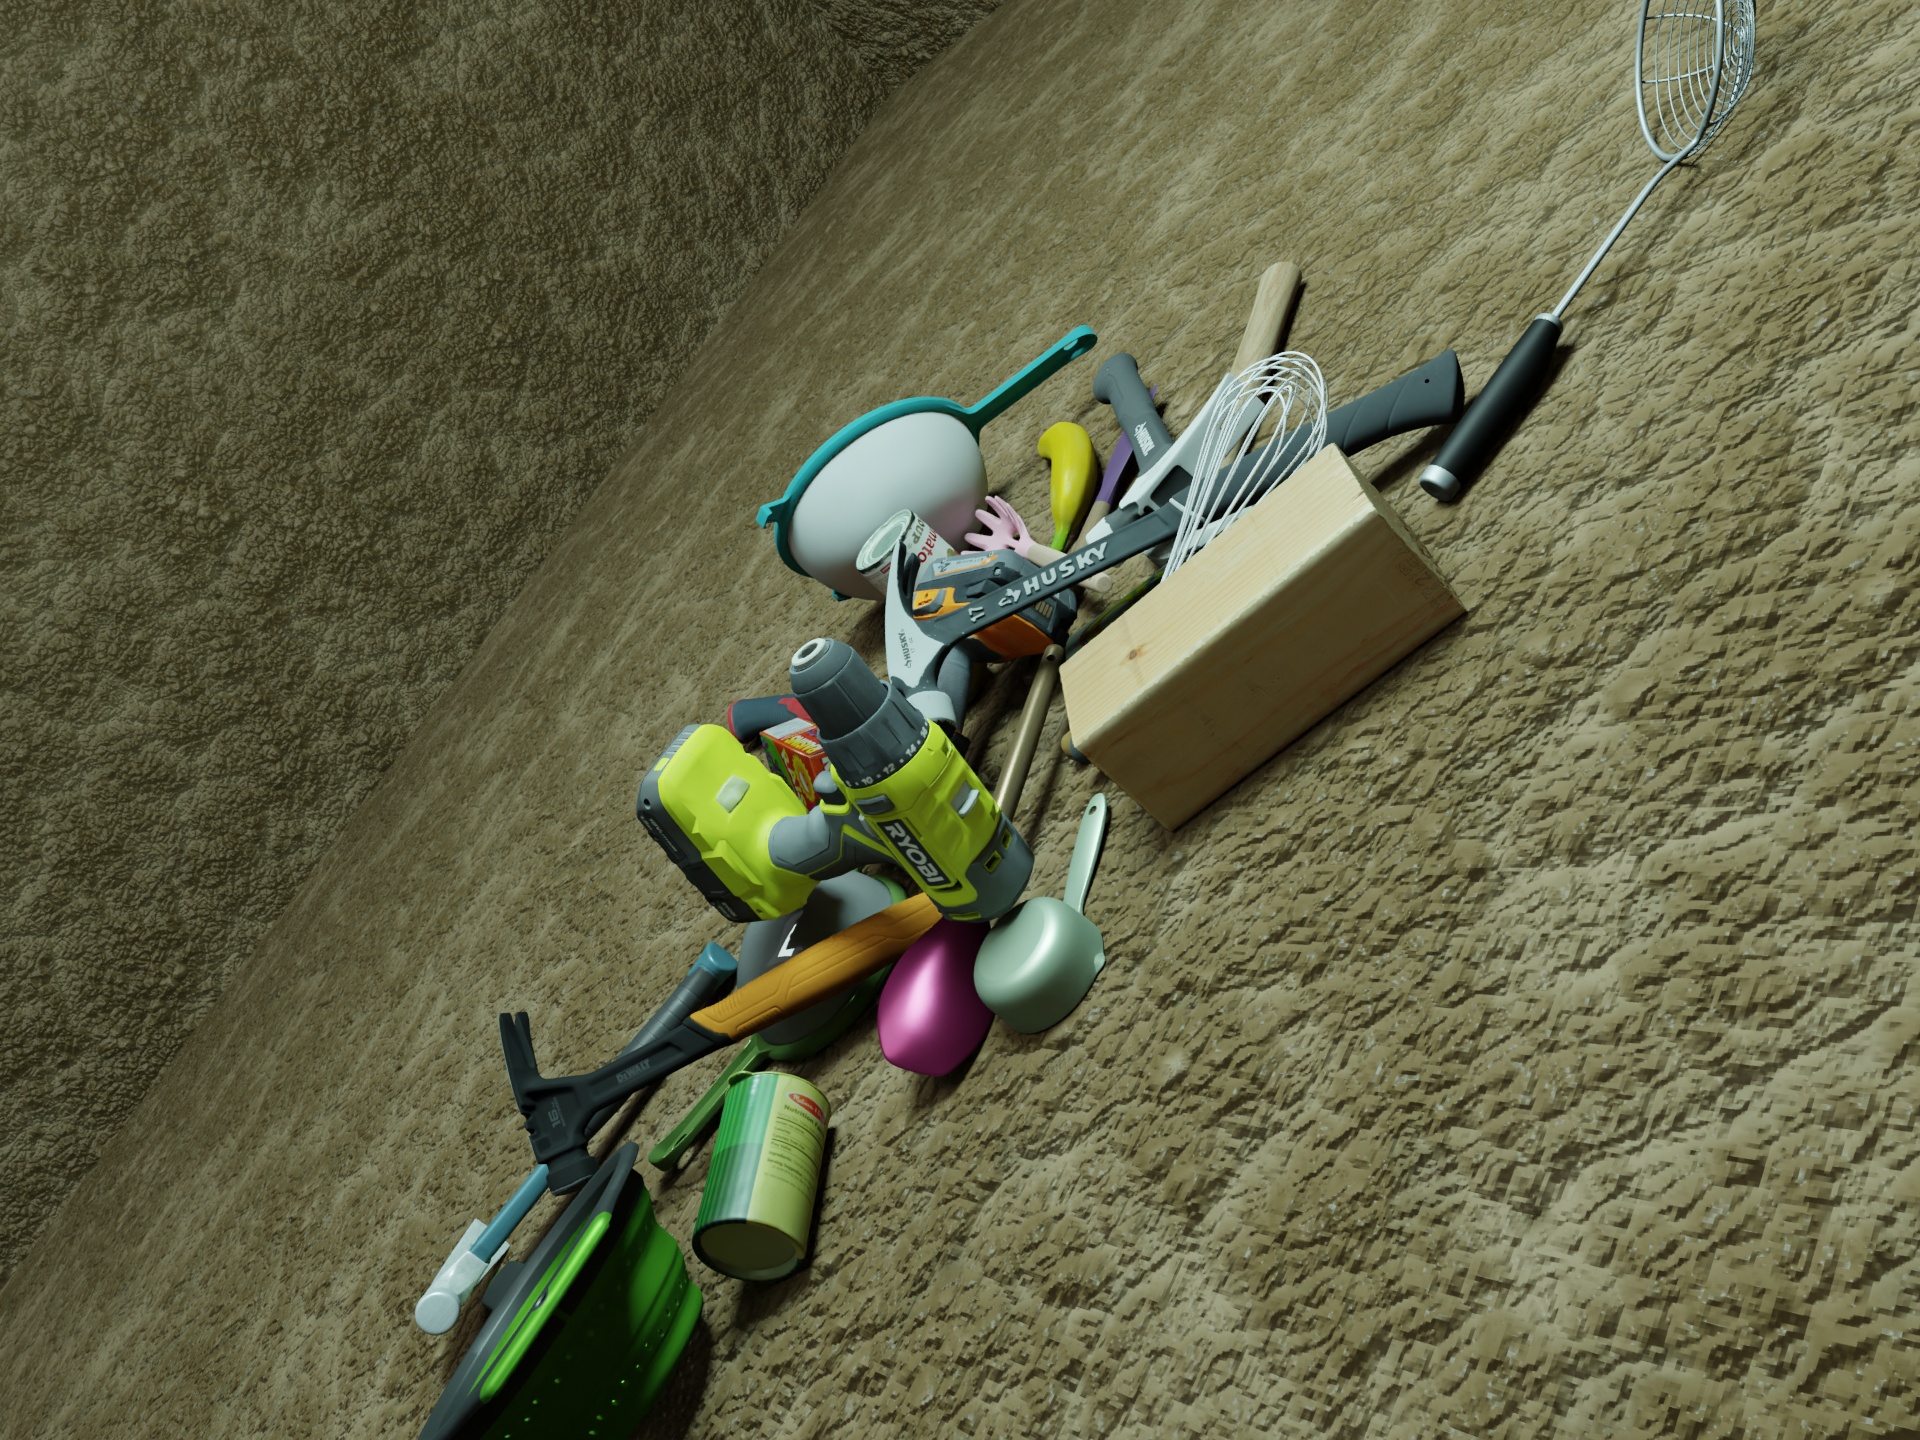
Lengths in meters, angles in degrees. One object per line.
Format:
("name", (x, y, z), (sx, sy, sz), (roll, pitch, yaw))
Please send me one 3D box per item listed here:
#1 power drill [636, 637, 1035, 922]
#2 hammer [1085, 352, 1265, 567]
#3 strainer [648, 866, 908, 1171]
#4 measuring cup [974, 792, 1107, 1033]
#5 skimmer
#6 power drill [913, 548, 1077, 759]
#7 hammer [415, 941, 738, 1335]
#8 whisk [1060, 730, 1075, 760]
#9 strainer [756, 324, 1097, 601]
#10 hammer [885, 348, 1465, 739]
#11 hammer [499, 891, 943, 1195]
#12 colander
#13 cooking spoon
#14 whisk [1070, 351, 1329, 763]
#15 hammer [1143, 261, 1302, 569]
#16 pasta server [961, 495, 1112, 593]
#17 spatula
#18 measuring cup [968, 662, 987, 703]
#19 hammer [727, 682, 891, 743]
("power drill", (-0.088, 0.044, 0.952), (0.228, 0.190, 0.080), (-12, 34, 43))
("hammer", (0.141, -0.229, 1.206), (0.146, 0.035, 0.335), (-46, 18, 18))
("strainer", (-0.144, 0.195, 1.096), (0.256, 0.069, 0.152), (-50, 24, -5))
("measuring cup", (0.053, 0.102, 0.932), (0.083, 0.038, 0.168), (-24, 36, 44))
("skimmer", (0.356, -0.296, 0.941), (0.363, 0.090, 0.127), (-54, -8, -5))
("power drill", (-0.002, -0.004, 1.115), (0.164, 0.084, 0.226), (0, 64, 56))
("hammer", (-0.280, 0.302, 1.186), (0.331, 0.033, 0.128), (-51, 4, -15))
("whisk", (0.152, -0.053, 0.991), (0.245, 0.051, 0.047), (-41, 31, 24))
("strainer", (0.000, -0.213, 1.395), (0.340, 0.210, 0.095), (-37, 66, 4))
("hammer", (0.127, -0.128, 1.018), (0.409, 0.036, 0.149), (-25, 57, 17))
("hammer", (-0.145, 0.183, 1.034), (0.337, 0.127, 0.034), (-28, -16, 11))
("colander", (-0.242, 0.380, 0.994), (0.204, 0.094, 0.397), (-56, 7, -25))
("cooking spoon", (0.019, 0.076, 0.998), (0.069, 0.017, 0.319), (11, 55, 13))
("whisk", (0.136, -0.089, 0.952), (0.070, 0.070, 0.284), (-102, 35, -61))
("hammer", (0.204, -0.231, 1.177), (0.130, 0.031, 0.331), (-23, 34, 44))
("pasta server", (0.058, -0.129, 1.230), (0.060, 0.040, 0.316), (-66, 16, 7))
("spatula", (0.103, -0.147, 1.242), (0.059, 0.018, 0.316), (-47, 16, 54))
("measuring cup", (-0.030, 0.004, 1.251), (0.156, 0.029, 0.062), (-54, 24, 18))
("hammer", (-0.117, -0.023, 1.373), (0.386, 0.038, 0.143), (-2, 63, 64))
